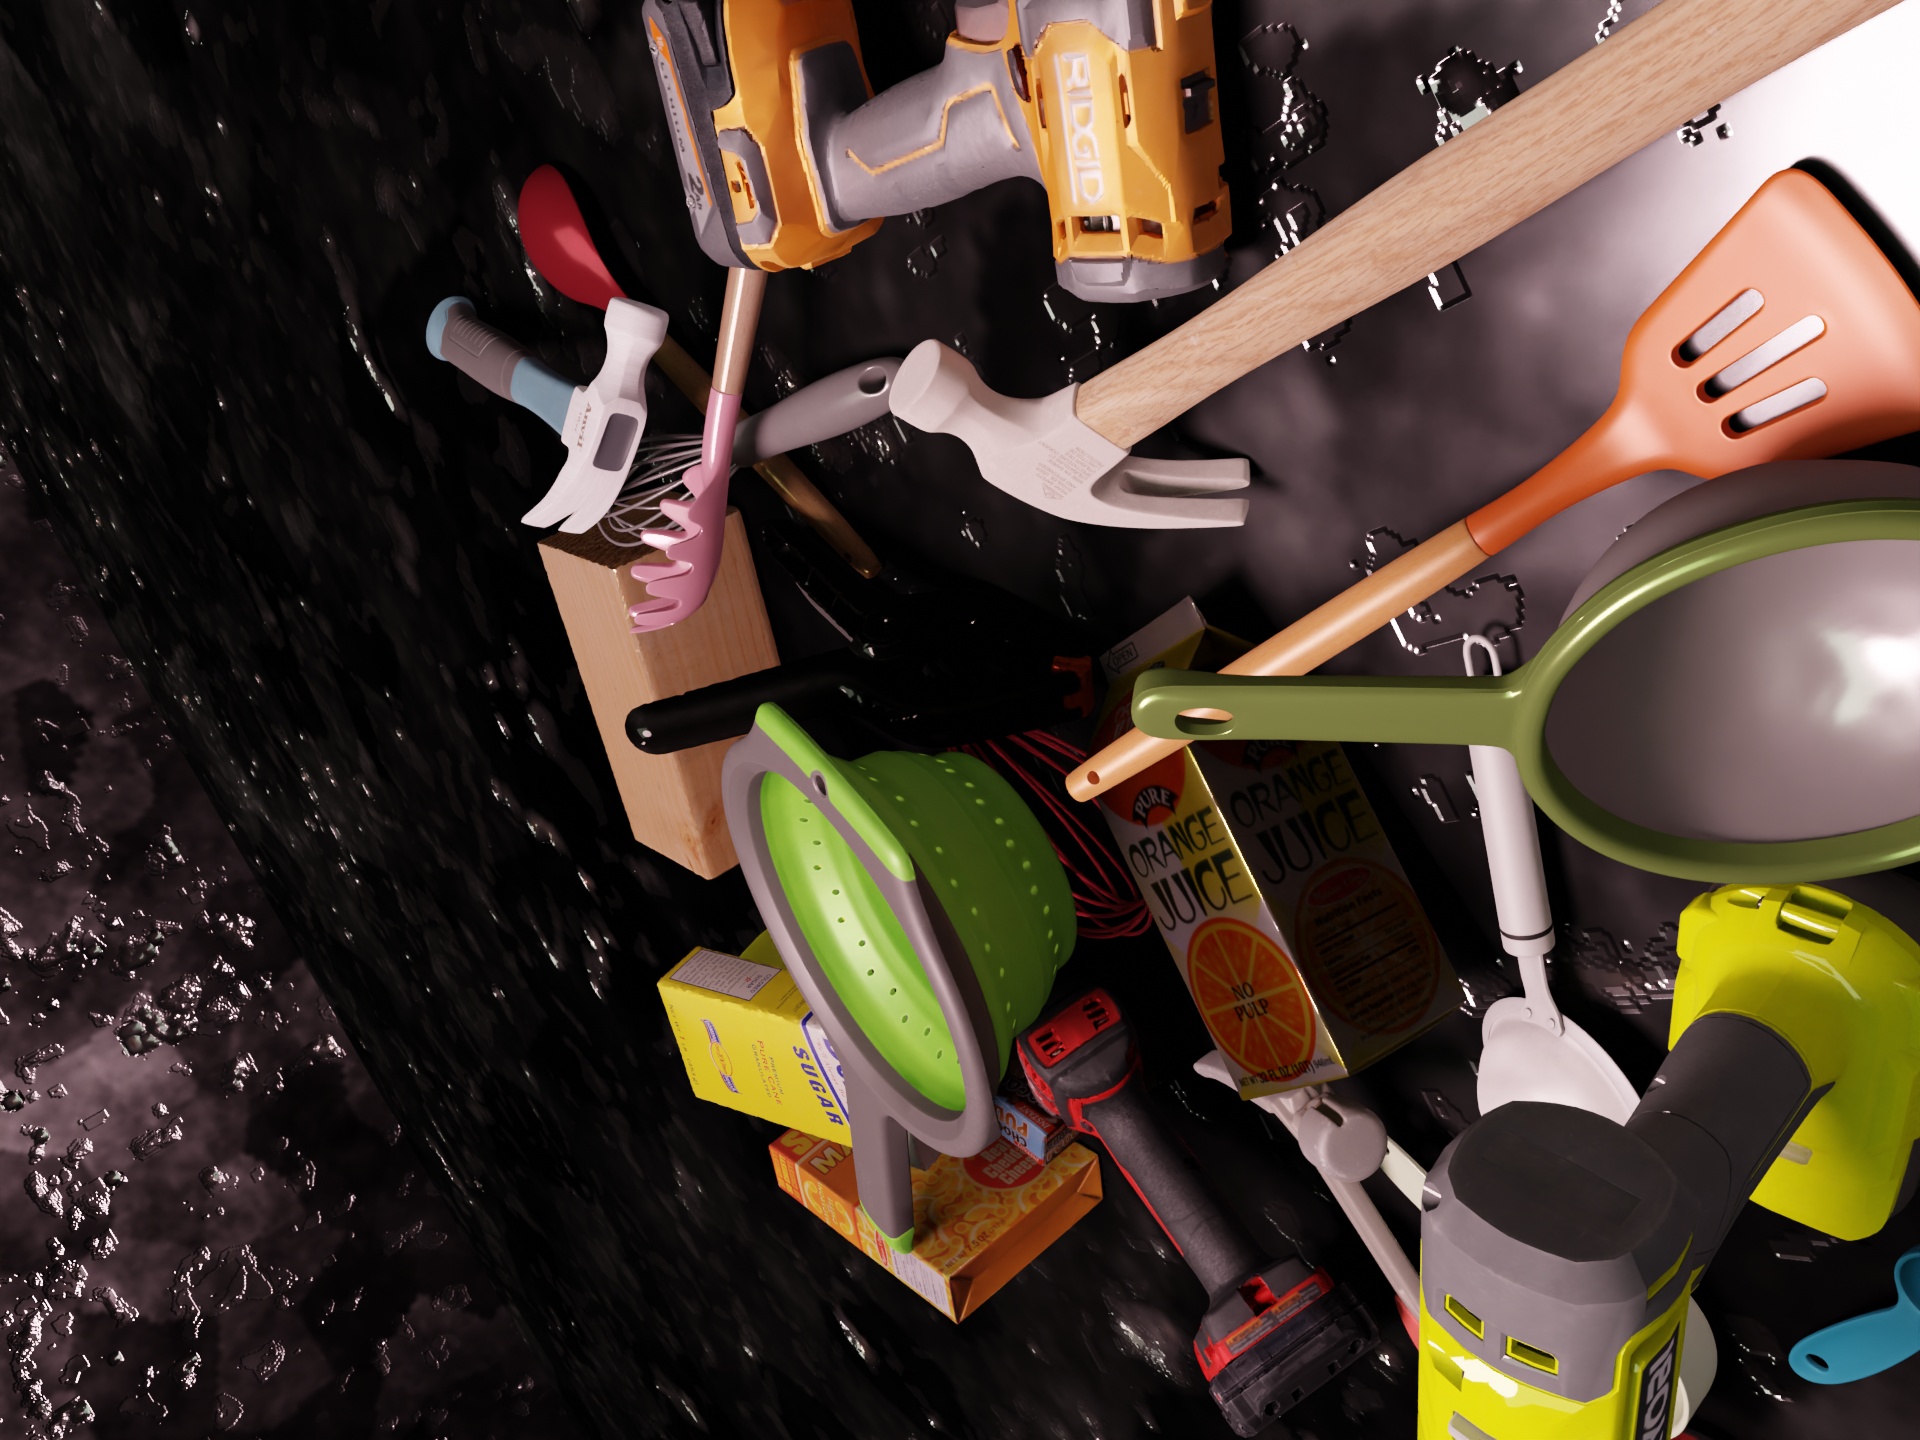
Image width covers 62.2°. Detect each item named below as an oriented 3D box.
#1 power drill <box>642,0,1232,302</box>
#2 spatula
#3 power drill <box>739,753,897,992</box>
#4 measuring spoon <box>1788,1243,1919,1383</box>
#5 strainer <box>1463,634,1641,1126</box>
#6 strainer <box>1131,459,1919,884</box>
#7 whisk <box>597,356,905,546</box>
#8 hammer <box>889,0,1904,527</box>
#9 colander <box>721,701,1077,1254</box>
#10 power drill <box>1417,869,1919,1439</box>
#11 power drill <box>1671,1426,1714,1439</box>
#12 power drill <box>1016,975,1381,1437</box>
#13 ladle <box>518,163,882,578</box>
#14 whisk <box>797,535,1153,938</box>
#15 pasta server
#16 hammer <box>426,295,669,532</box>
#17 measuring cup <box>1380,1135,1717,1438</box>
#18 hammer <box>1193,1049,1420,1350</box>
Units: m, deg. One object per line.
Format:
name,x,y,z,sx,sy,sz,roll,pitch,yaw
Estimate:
power drill,-0.011,-0.250,0.576,0.226,0.084,0.185,13,127,37
spatula,0.148,-0.047,0.524,0.322,0.041,0.081,-35,87,35
power drill,-0.065,0.121,0.939,0.171,0.080,0.223,35,139,15
measuring spoon,0.334,0.212,0.566,0.042,0.021,0.128,43,153,21
strainer,0.213,0.089,0.601,0.087,0.050,0.258,21,130,62
strainer,0.179,-0.022,0.455,0.256,0.069,0.151,0,140,14
whisk,-0.111,-0.137,0.804,0.239,0.055,0.055,-14,105,41
hammer,0.124,-0.141,0.497,0.130,0.031,0.331,27,149,-30
colander,-0.014,0.137,0.763,0.205,0.094,0.396,44,151,35
power drill,0.215,0.157,0.476,0.080,0.228,0.190,22,132,42
power drill,0.313,0.380,0.571,0.227,0.188,0.080,18,131,39
power drill,0.106,0.237,0.796,0.220,0.078,0.143,54,171,24
ladle,-0.148,-0.188,0.861,0.315,0.031,0.069,47,146,14
whisk,-0.001,-0.003,0.793,0.296,0.073,0.073,46,145,29
pasta server,-0.111,-0.180,0.736,0.060,0.040,0.316,-111,32,-56
hammer,-0.251,-0.198,0.911,0.331,0.033,0.128,35,111,52
measuring cup,0.242,0.224,0.674,0.168,0.038,0.083,43,145,29
hammer,0.230,0.302,0.727,0.359,0.037,0.149,57,172,-7
